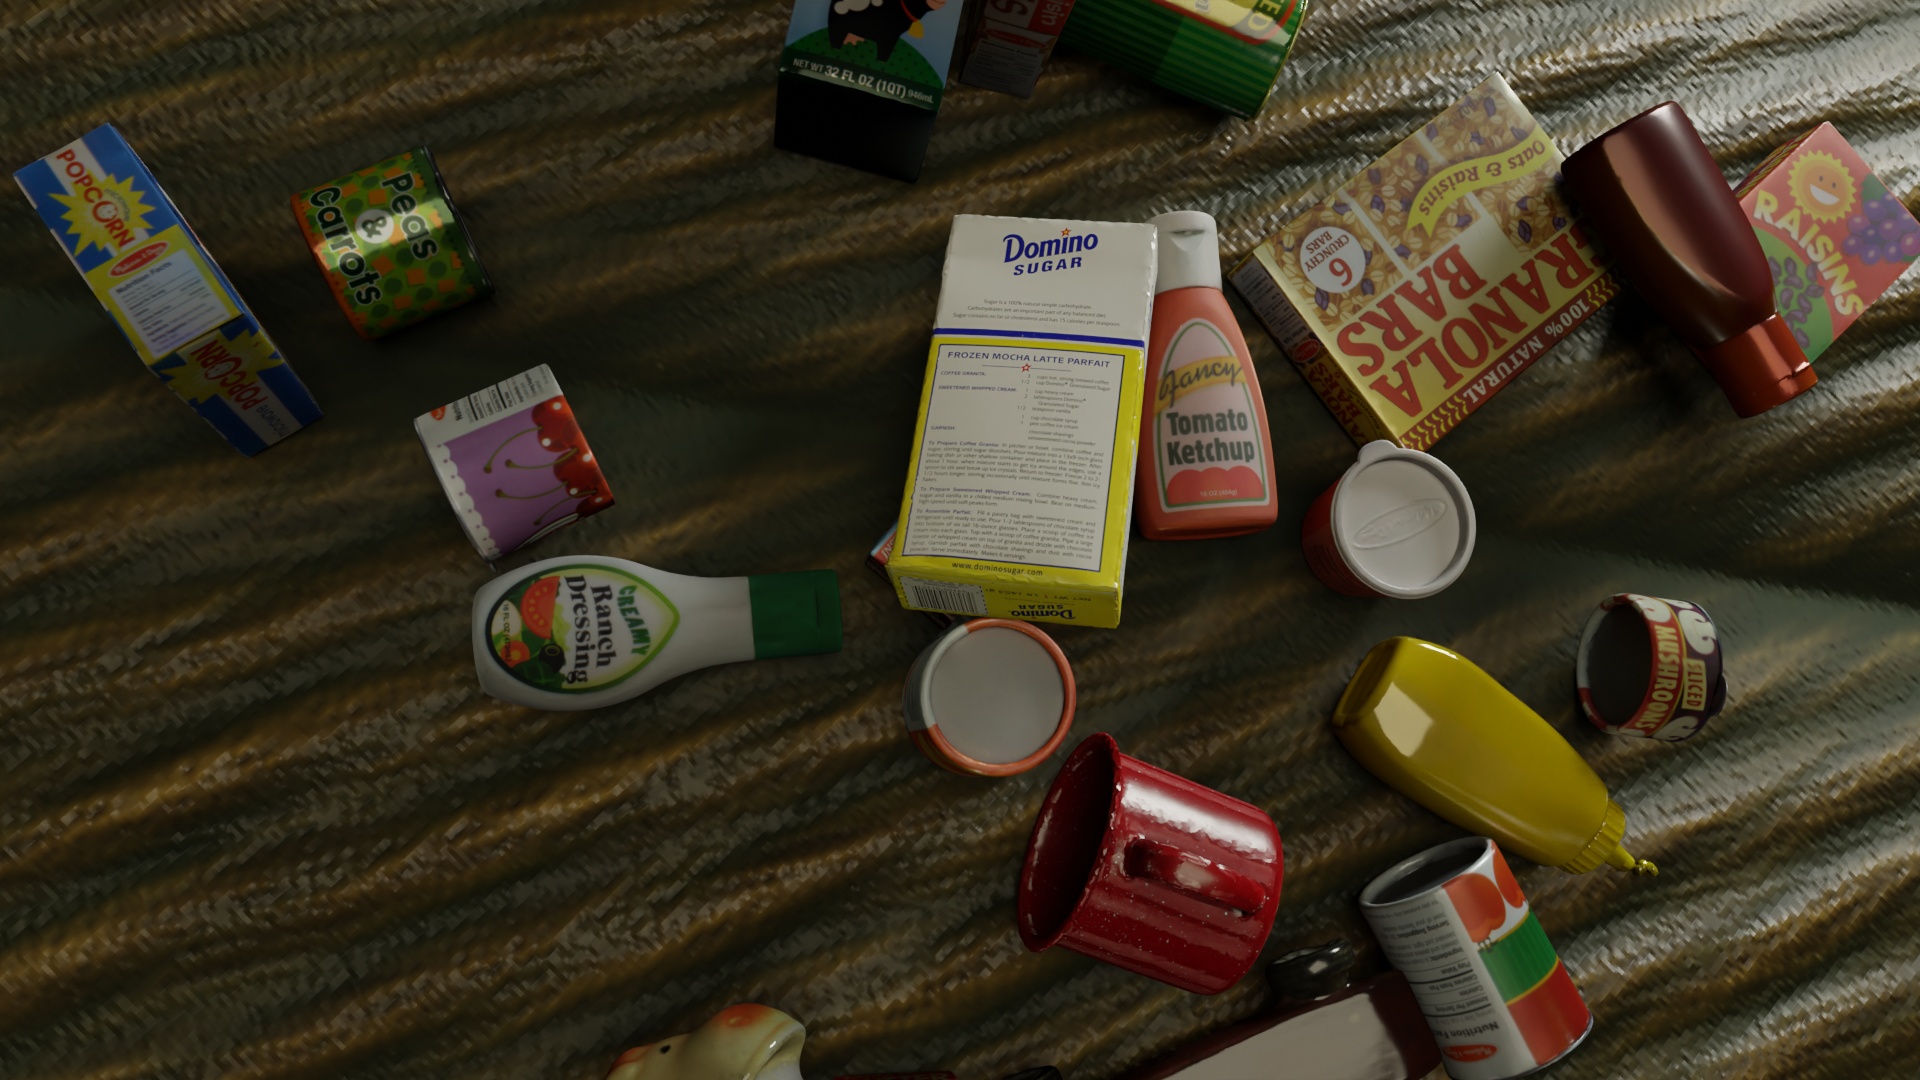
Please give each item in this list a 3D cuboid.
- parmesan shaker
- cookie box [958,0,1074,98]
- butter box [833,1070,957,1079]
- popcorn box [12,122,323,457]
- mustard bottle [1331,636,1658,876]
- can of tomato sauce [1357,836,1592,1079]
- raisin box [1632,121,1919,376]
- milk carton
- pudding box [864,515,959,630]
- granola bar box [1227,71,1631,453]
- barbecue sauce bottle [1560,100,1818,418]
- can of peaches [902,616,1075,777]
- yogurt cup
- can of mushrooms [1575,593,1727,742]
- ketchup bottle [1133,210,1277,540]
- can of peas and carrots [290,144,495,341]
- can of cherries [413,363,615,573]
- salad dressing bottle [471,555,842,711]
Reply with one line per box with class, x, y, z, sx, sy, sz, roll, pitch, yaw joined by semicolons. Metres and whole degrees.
parmesan shaker;0.103;-0.248;0.658;0.103;0.071;0.071;21;78;-5
cookie box;0.041;-0.289;0.604;0.040;0.167;0.123;11;79;-8
butter box;-0.026;0.273;0.566;0.053;0.024;0.103;1;80;-9
popcorn box;-0.297;-0.089;0.533;0.038;0.126;0.085;-35;88;-17
mustard bottle;0.247;0.109;0.629;0.160;0.048;0.065;36;75;-2
can of tomato sauce;0.223;0.180;0.604;0.071;0.071;0.083;-26;85;-13
raisin box;0.419;-0.141;0.708;0.123;0.040;0.086;-40;88;-12
milk carton;-0.030;-0.273;0.638;0.072;0.073;0.191;12;78;-7
pudding box;0.002;-0.008;0.618;0.049;0.030;0.084;41;76;0
granola bar box;0.231;-0.130;0.674;0.166;0.039;0.124;-37;88;-14
barbecue sauce bottle;0.346;-0.130;0.652;0.065;0.043;0.148;-28;86;-20
can of peaches;0.014;0.068;0.592;0.071;0.058;0.071;2;80;-9
yogurt cup;0.192;-0.004;0.637;0.072;0.054;0.072;2;80;-9
can of mushrooms;0.316;0.059;0.638;0.033;0.071;0.071;8;79;-6
ketchup bottle;0.107;-0.076;0.641;0.065;0.043;0.149;-3;80;-5
can of peas and carrots;-0.236;-0.124;0.578;0.059;0.071;0.071;-25;85;-12
can of cherries;-0.182;-0.030;0.575;0.058;0.071;0.071;-27;86;-14
salad dressing bottle;-0.124;0.035;0.582;0.148;0.044;0.064;-5;80;-11
